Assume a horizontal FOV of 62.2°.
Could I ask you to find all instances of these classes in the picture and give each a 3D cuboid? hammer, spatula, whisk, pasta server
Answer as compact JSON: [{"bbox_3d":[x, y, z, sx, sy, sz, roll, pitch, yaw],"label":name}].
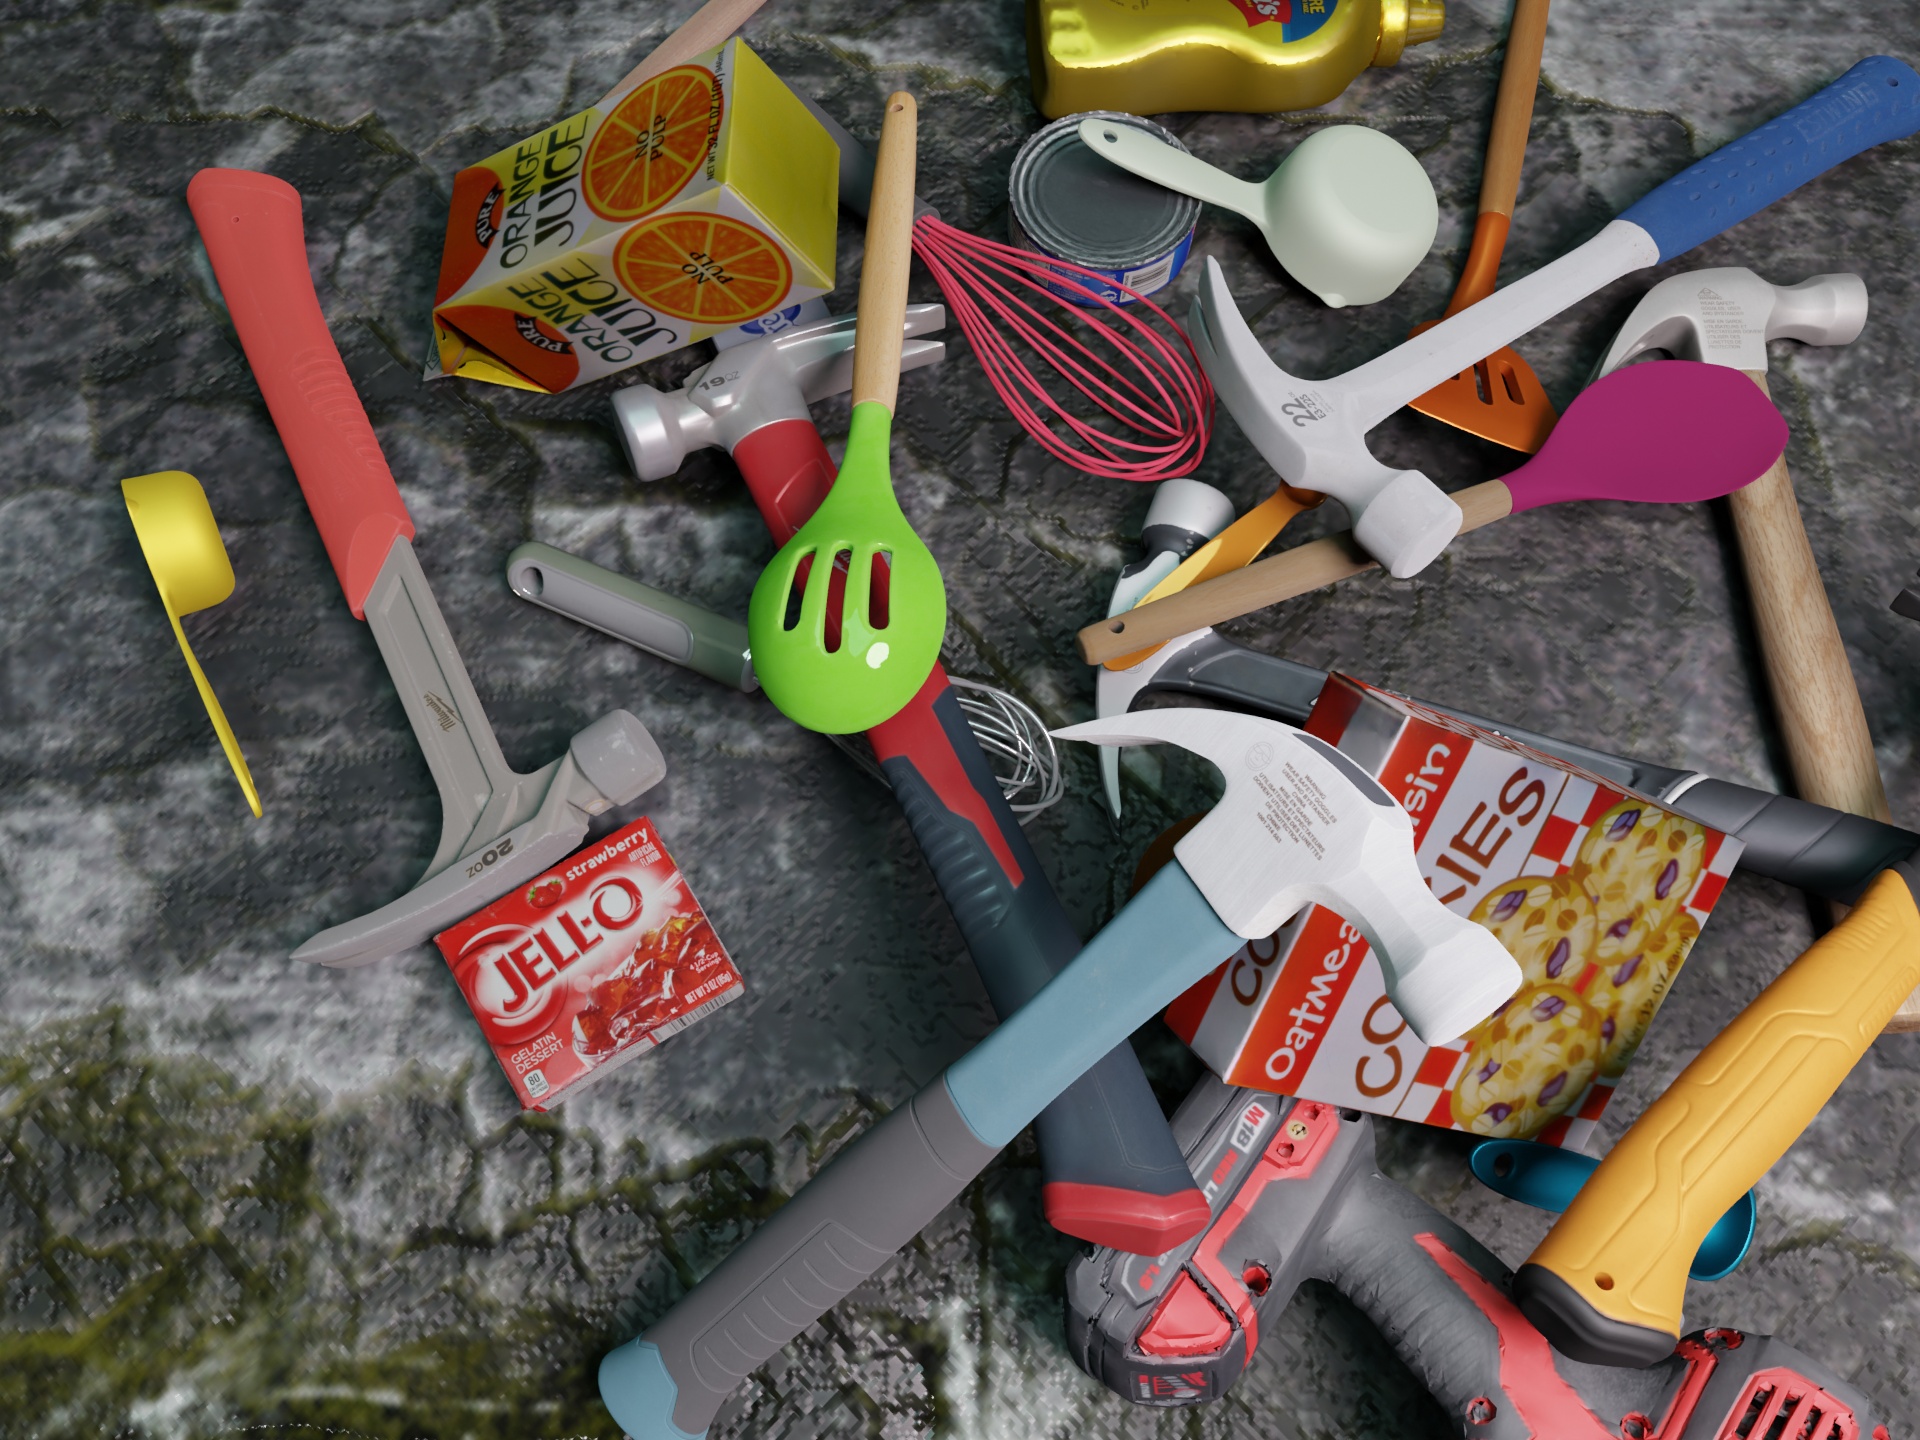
[{"bbox_3d":[0.244,0.029,0.591,0.409,0.036,0.149,18,71,13],"label":"hammer"},{"bbox_3d":[0.285,0.072,0.512,0.337,0.034,0.127,-37,65,-23],"label":"hammer"},{"bbox_3d":[0.251,-0.250,0.722,0.081,0.041,0.323,19,67,-6],"label":"spatula"},{"bbox_3d":[0.271,-0.200,0.666,0.405,0.035,0.144,-31,67,-23],"label":"hammer"},{"bbox_3d":[-0.073,-0.018,0.623,0.246,0.057,0.059,23,27,12],"label":"whisk"},{"bbox_3d":[-0.003,0.123,0.468,0.331,0.033,0.128,-46,60,23],"label":"hammer"},{"bbox_3d":[0.335,-0.041,0.645,0.130,0.031,0.331,-2,69,-2],"label":"hammer"},{"bbox_3d":[-0.097,-0.358,0.761,0.060,0.040,0.316,40,74,2],"label":"pasta server"},{"bbox_3d":[-0.252,-0.084,0.642,0.149,0.036,0.359,-31,68,3],"label":"hammer"},{"bbox_3d":[-0.005,-0.201,0.690,0.073,0.073,0.296,-40,69,-15],"label":"whisk"},{"bbox_3d":[-0.001,-0.002,0.565,0.143,0.038,0.387,-20,59,-12],"label":"hammer"}]

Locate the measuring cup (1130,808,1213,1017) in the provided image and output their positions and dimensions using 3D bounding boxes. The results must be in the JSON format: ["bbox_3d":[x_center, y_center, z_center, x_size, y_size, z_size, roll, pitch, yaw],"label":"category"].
[{"bbox_3d":[0.142,0.082,0.578,0.173,0.095,0.052,18,49,-17],"label":"measuring cup"}]

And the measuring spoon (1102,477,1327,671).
[{"bbox_3d":[0.099,-0.058,0.619,0.117,0.011,0.021,-42,67,-6],"label":"measuring spoon"}]

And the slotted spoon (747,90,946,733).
[{"bbox_3d":[-0.034,-0.136,0.607,0.070,0.031,0.314,-2,58,8],"label":"slotted spoon"}]

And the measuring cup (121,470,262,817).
[{"bbox_3d":[-0.286,-0.032,0.615,0.029,0.062,0.157,-22,68,-22],"label":"measuring cup"}]

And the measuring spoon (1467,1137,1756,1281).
[{"bbox_3d":[0.220,0.161,0.546,0.128,0.021,0.042,19,83,-20],"label":"measuring spoon"}]

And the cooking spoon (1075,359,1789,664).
[{"bbox_3d":[0.189,-0.079,0.619,0.319,0.017,0.069,-20,66,-14],"label":"cooking spoon"}]

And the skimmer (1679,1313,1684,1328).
[{"bbox_3d":[0.113,0.306,0.470,0.127,0.090,0.363,37,71,27],"label":"skimmer"}]

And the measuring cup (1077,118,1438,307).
[{"bbox_3d":[0.133,-0.236,0.688,0.167,0.038,0.083,15,66,-18],"label":"measuring cup"}]

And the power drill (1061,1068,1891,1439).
[{"bbox_3d":[0.145,0.211,0.483,0.220,0.078,0.143,29,64,26],"label":"power drill"}]
